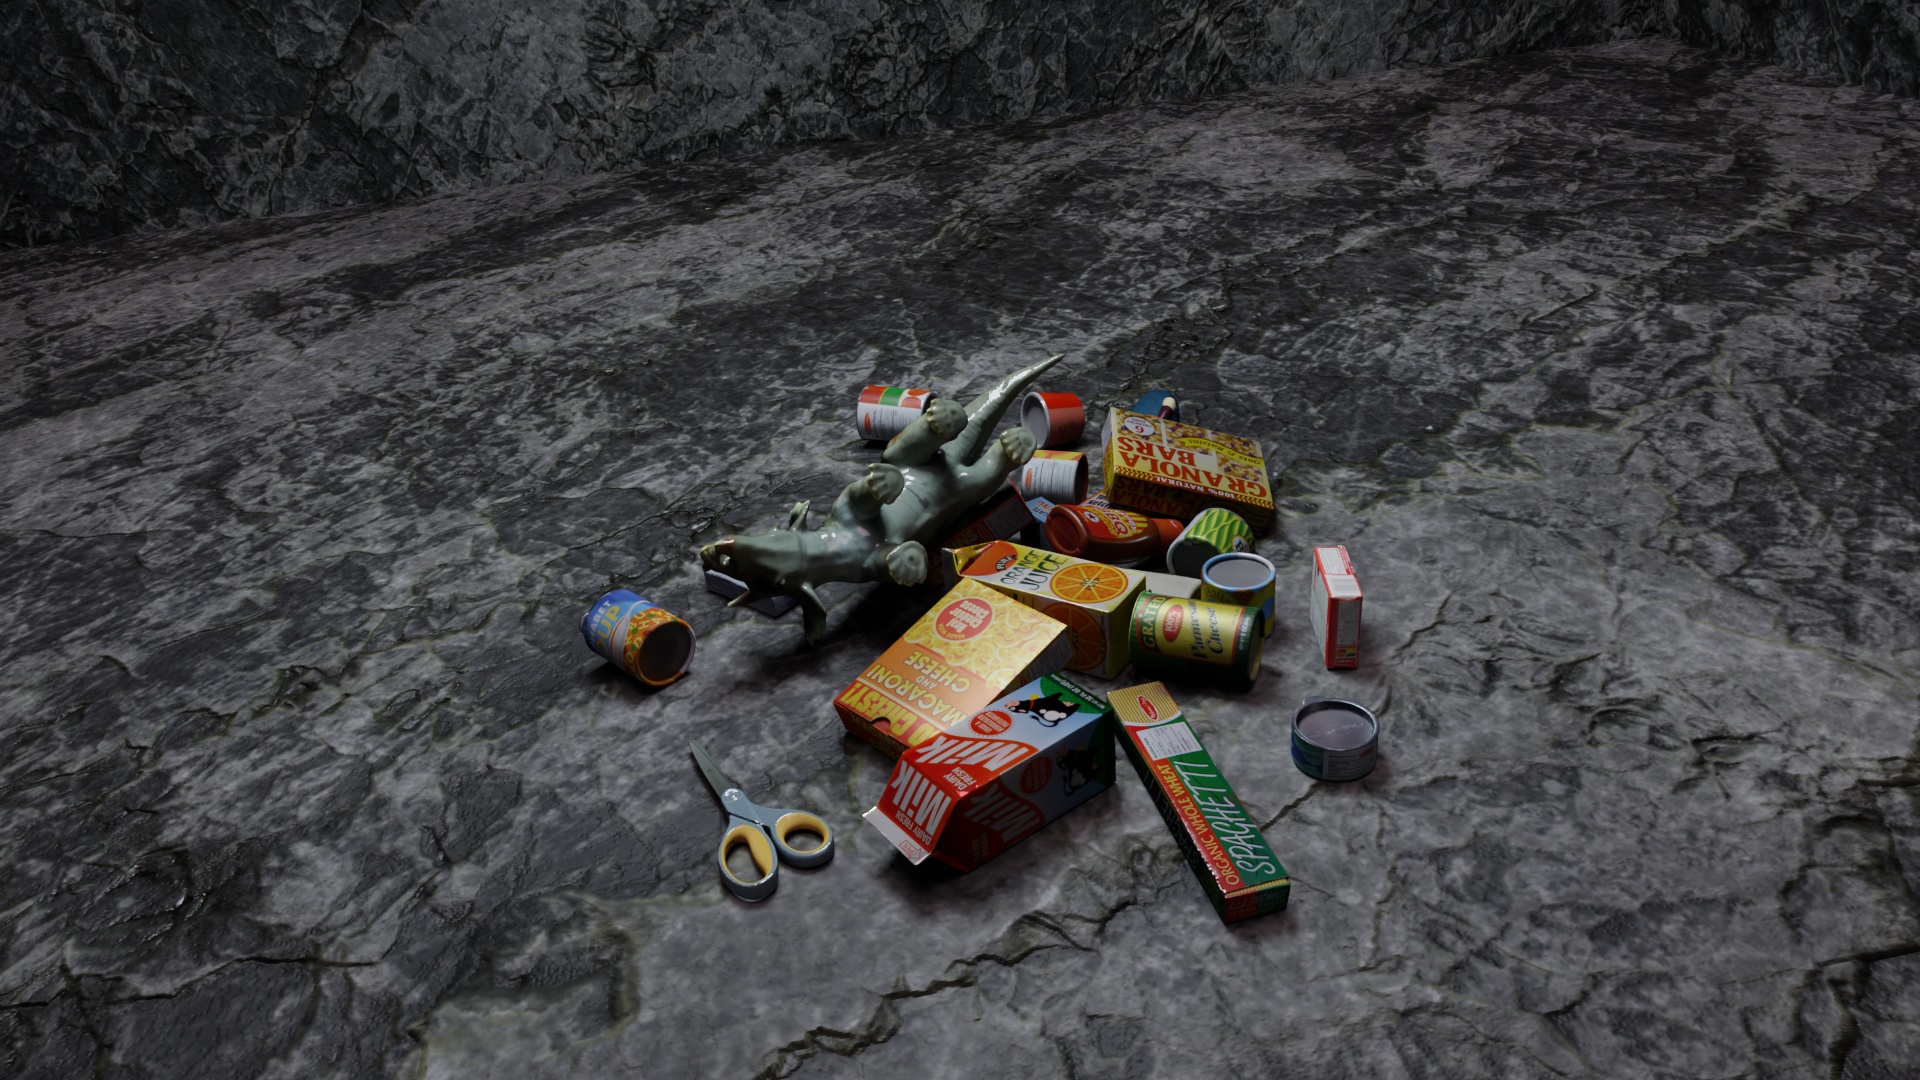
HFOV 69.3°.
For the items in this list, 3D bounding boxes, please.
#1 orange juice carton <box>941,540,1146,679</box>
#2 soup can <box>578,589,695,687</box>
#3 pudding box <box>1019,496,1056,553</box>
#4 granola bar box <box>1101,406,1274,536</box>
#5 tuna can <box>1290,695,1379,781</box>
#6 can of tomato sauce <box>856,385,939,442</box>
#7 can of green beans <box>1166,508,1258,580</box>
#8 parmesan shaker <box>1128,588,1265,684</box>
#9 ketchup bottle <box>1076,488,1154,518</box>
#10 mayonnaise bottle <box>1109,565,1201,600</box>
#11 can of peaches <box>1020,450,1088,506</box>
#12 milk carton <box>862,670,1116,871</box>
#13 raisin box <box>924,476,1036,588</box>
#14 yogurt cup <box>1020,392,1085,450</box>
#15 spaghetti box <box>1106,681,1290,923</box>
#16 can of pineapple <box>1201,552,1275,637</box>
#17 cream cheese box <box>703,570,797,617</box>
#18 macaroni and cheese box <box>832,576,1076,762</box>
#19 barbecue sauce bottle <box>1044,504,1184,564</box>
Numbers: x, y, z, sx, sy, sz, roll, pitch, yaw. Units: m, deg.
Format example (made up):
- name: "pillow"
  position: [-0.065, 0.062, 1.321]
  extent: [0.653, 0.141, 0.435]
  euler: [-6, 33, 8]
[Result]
- name: "orange juice carton"
  position: [0.066, 0.056, 1.251]
  extent: [0.193, 0.071, 0.073]
  euler: [13, 33, 29]
- name: "soup can"
  position: [-0.293, 0.089, 1.261]
  extent: [0.084, 0.071, 0.072]
  euler: [22, 39, 40]
- name: "pudding box"
  position: [0.092, -0.005, 1.378]
  extent: [0.030, 0.049, 0.084]
  euler: [-20, 32, -26]
- name: "granola bar box"
  position: [0.229, -0.071, 1.420]
  extent: [0.166, 0.038, 0.125]
  euler: [13, 37, -6]
- name: "tuna can"
  position: [0.289, 0.153, 1.078]
  extent: [0.071, 0.032, 0.071]
  euler: [-4, 29, 2]
- name: "can of tomato sauce"
  position: [-0.072, -0.149, 1.649]
  extent: [0.083, 0.070, 0.071]
  euler: [7, 31, 20]
- name: "can of green beans"
  position: [0.236, 0.011, 1.307]
  extent: [0.071, 0.071, 0.058]
  euler: [13, 34, 30]
- name: "parmesan shaker"
  position: [0.203, 0.080, 1.186]
  extent: [0.103, 0.071, 0.072]
  euler: [7, 31, 22]
- name: "ketchup bottle"
  position: [0.170, -0.035, 1.425]
  extent: [0.065, 0.043, 0.149]
  euler: [21, 38, 33]
- name: "mayonnaise bottle"
  position: [0.146, 0.049, 1.283]
  extent: [0.148, 0.041, 0.065]
  euler: [8, 25, 26]
- name: "can of peaches"
  position: [0.101, -0.062, 1.464]
  extent: [0.058, 0.071, 0.071]
  euler: [5, 31, 19]
- name: "milk carton"
  position: [0.023, 0.179, 1.038]
  extent: [0.191, 0.073, 0.072]
  euler: [-24, 34, -29]
- name: "raisin box"
  position: [0.005, -0.017, 1.378]
  extent: [0.123, 0.040, 0.086]
  euler: [-34, 31, 5]
- name: "yogurt cup"
  position: [0.108, -0.140, 1.606]
  extent: [0.054, 0.072, 0.072]
  euler: [-9, 28, -23]
- name: "spaghetti box"
  position: [0.172, 0.188, 1.041]
  extent: [0.050, 0.028, 0.251]
  euler: [-11, 29, -9]
- name: "can of pineapple"
  position: [0.247, 0.052, 1.241]
  extent: [0.071, 0.057, 0.071]
  euler: [-4, 29, 3]
- name: "cream cheese box"
  position: [-0.200, 0.041, 1.375]
  extent: [0.104, 0.024, 0.053]
  euler: [18, 38, 36]
- name: "macaroni and cheese box"
  position: [-0.005, 0.113, 1.152]
  extent: [0.124, 0.040, 0.167]
  euler: [24, 56, 41]
- name: "barbecue sauce bottle"
  position: [0.152, -0.004, 1.325]
  extent: [0.149, 0.043, 0.065]
  euler: [2, 36, -39]
